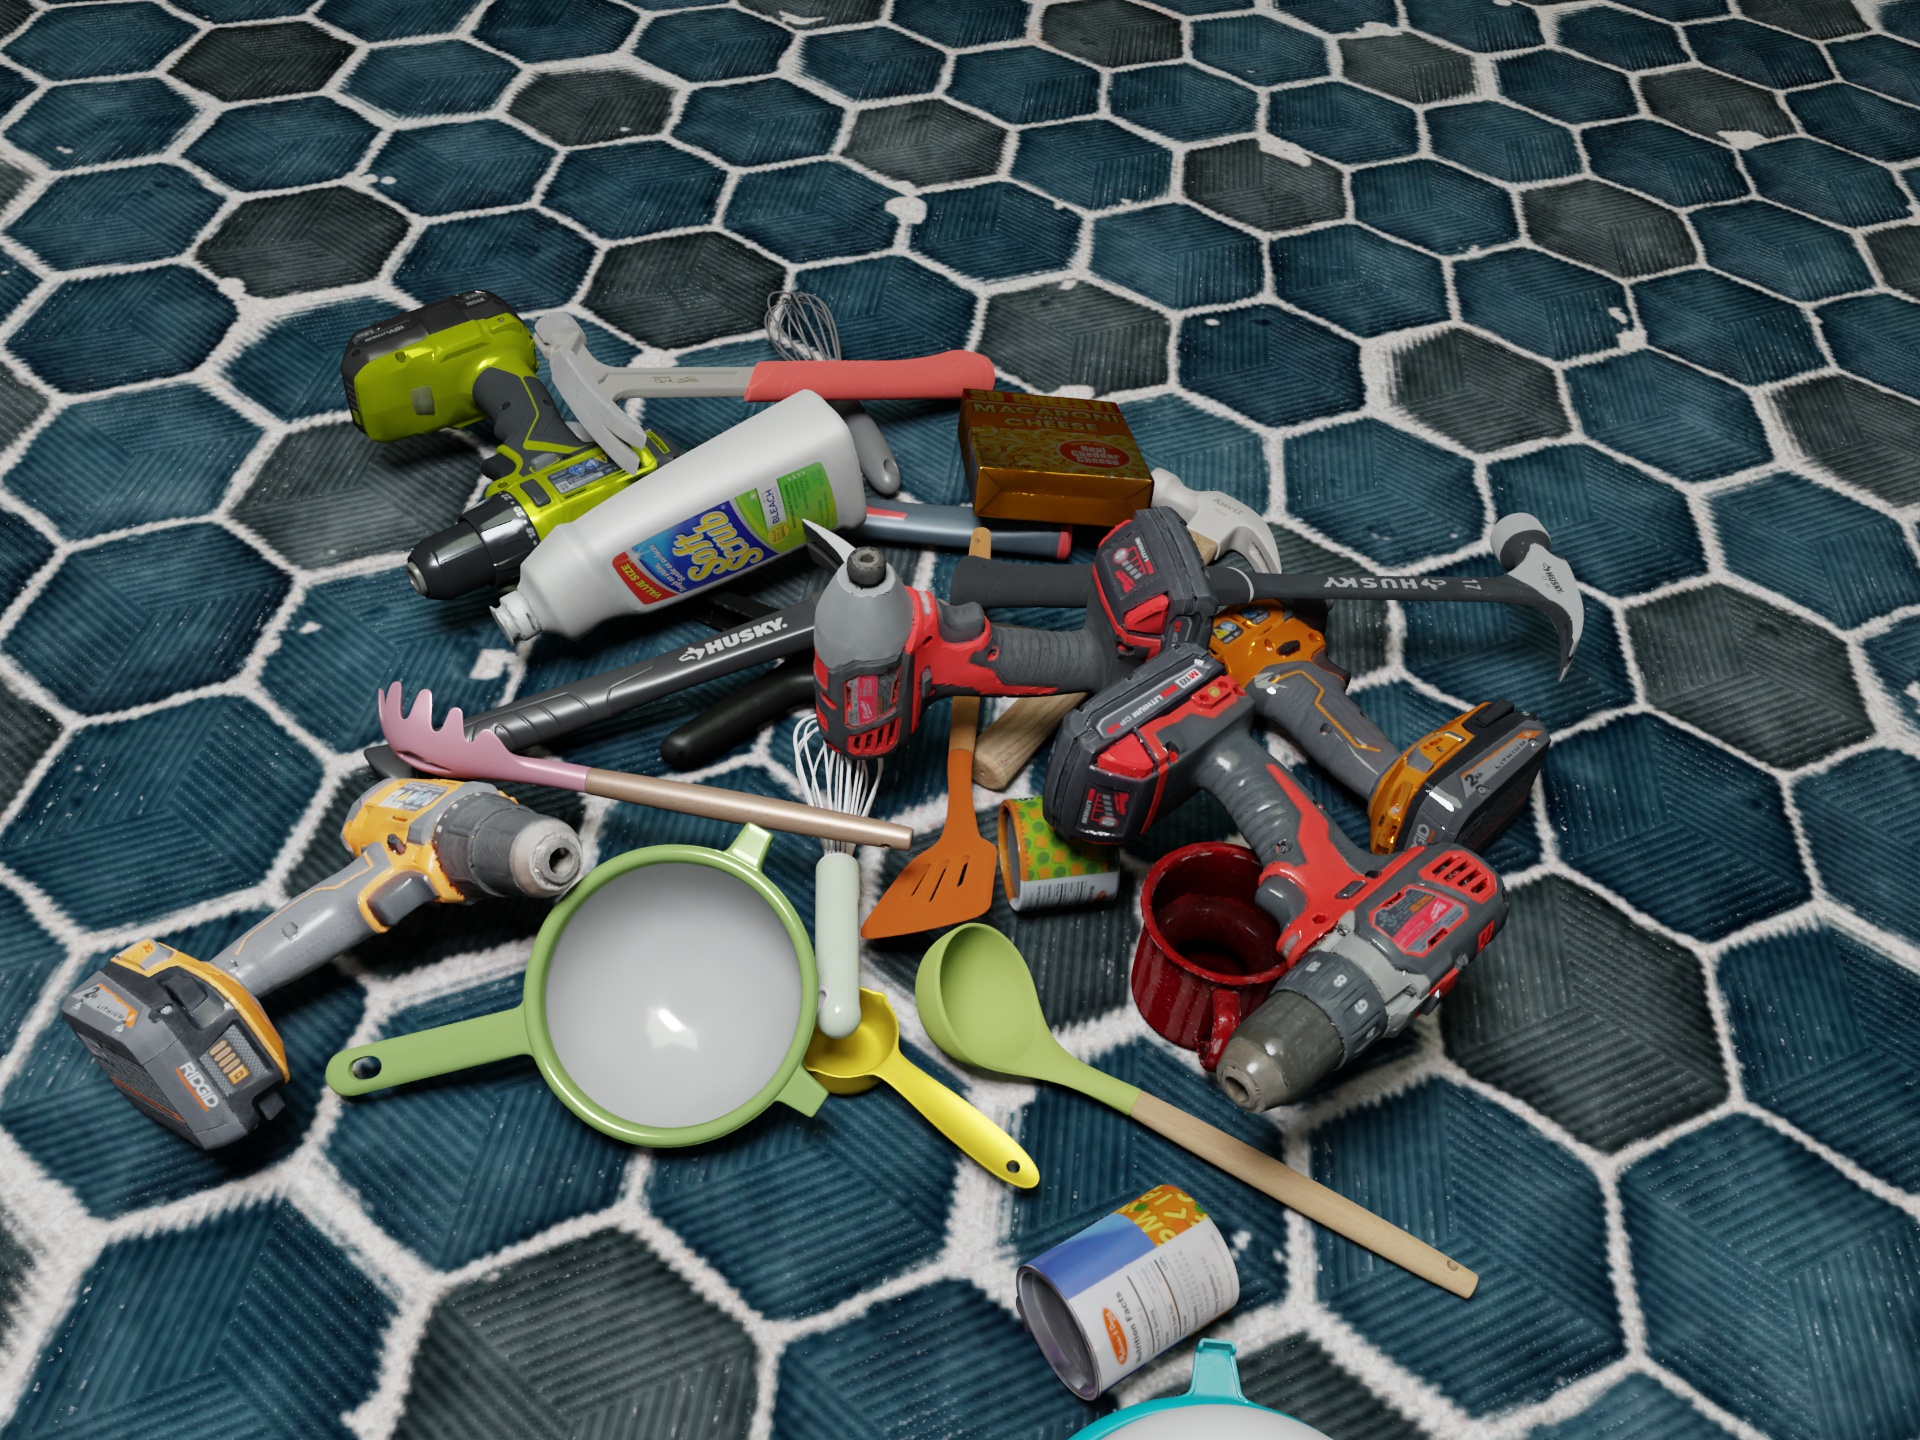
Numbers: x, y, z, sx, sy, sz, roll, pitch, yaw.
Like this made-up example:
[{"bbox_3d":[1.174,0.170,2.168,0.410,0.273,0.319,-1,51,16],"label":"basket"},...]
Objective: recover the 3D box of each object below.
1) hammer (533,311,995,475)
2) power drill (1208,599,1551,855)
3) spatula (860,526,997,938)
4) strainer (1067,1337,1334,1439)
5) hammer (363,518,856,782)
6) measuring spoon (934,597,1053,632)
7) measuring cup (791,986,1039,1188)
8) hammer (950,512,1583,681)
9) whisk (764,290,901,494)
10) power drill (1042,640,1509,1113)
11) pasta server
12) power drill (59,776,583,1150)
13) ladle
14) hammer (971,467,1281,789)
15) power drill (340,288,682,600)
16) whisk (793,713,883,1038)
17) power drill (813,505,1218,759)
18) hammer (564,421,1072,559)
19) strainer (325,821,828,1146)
[{"bbox_3d":[-0.114,-0.238,1.141,0.359,0.036,0.149,-10,49,-39],"label":"hammer"},{"bbox_3d":[0.251,-0.008,1.015,0.227,0.084,0.164,36,52,29],"label":"power drill"},{"bbox_3d":[-0.002,-0.003,0.974,0.081,0.041,0.323,-14,49,24],"label":"spatula"},{"bbox_3d":[0.067,0.393,0.608,0.340,0.095,0.211,-29,56,-30],"label":"strainer"},{"bbox_3d":[-0.199,-0.026,0.980,0.334,0.035,0.146,-20,49,-10],"label":"hammer"},{"bbox_3d":[0.017,-0.065,1.062,0.124,0.018,0.034,12,46,29],"label":"measuring spoon"},{"bbox_3d":[-0.024,0.198,0.830,0.157,0.029,0.062,34,53,21],"label":"measuring cup"},{"bbox_3d":[0.196,-0.082,1.015,0.409,0.036,0.149,0,39,-4],"label":"hammer"},{"bbox_3d":[-0.098,-0.258,1.236,0.055,0.055,0.239,-15,55,-19],"label":"whisk"},{"bbox_3d":[0.142,0.079,0.812,0.188,0.080,0.227,-32,60,-30],"label":"power drill"},{"bbox_3d":[-0.180,0.031,0.893,0.316,0.060,0.040,10,67,5],"label":"pasta server"},{"bbox_3d":[-0.311,0.110,0.807,0.185,0.084,0.226,4,36,44],"label":"power drill"},{"bbox_3d":[0.118,0.203,0.820,0.320,0.062,0.078,26,38,15],"label":"ladle"},{"bbox_3d":[0.109,-0.061,1.081,0.130,0.031,0.331,29,51,21],"label":"hammer"},{"bbox_3d":[-0.320,-0.182,1.074,0.190,0.080,0.229,-30,61,-28],"label":"power drill"},{"bbox_3d":[-0.069,0.079,0.905,0.059,0.057,0.247,19,38,-20],"label":"whisk"},{"bbox_3d":[0.025,-0.051,0.899,0.219,0.143,0.079,-8,50,-10],"label":"power drill"},{"bbox_3d":[-0.114,-0.138,1.127,0.386,0.038,0.143,6,48,0],"label":"hammer"},{"bbox_3d":[-0.196,0.155,0.832,0.256,0.069,0.151,-14,80,2],"label":"strainer"}]
